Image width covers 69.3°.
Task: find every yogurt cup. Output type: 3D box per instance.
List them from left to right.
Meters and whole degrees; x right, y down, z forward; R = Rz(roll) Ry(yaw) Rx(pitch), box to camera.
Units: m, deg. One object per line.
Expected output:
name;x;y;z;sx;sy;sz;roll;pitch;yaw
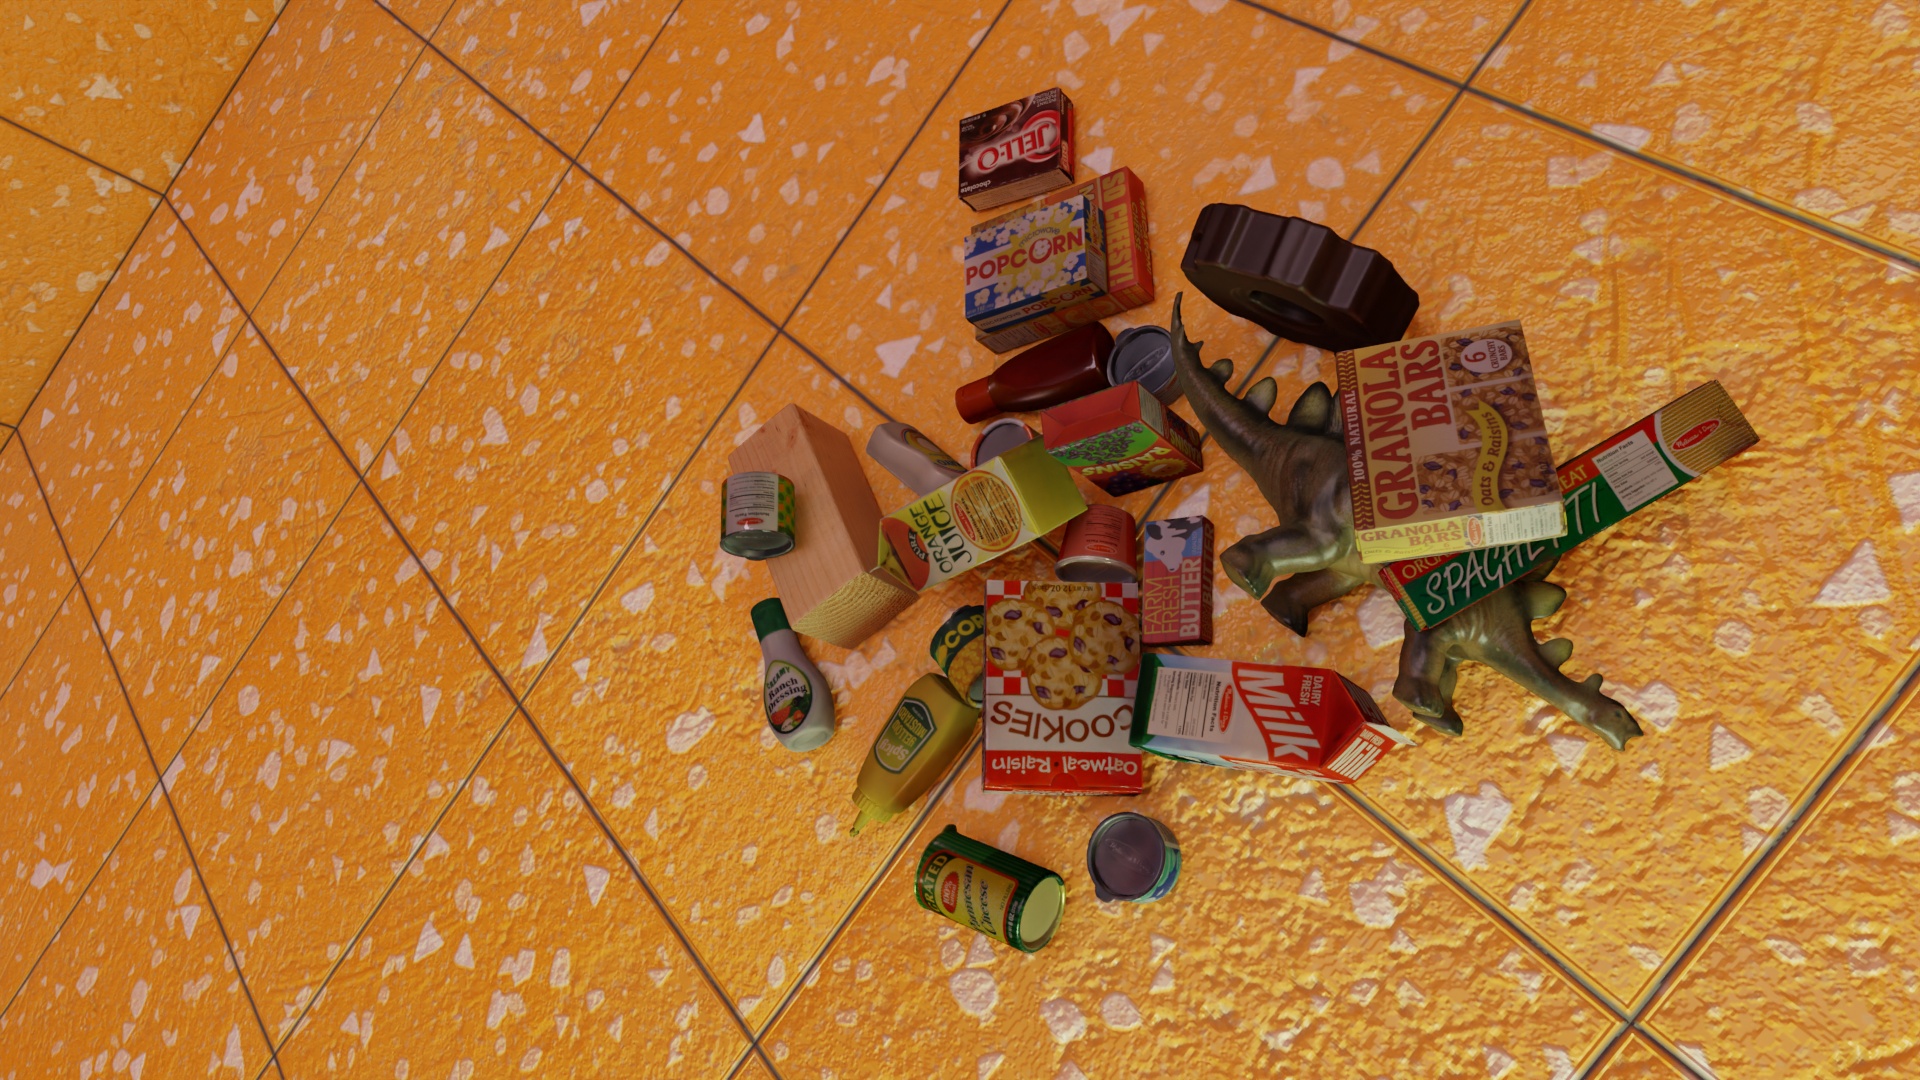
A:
yogurt cup;0.113;0.006;1.137;0.072;0.072;0.054;-7;62;33

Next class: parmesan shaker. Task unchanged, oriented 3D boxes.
parmesan shaker;0.023;0.273;1.094;0.103;0.071;0.071;13;81;37

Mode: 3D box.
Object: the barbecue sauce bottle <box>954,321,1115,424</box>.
barbecue sauce bottle;0.065;-0.143;1.236;0.148;0.043;0.065;-18;48;29

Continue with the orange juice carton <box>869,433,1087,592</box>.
orange juice carton;0.004;-0.014;1.156;0.192;0.072;0.073;-27;91;43

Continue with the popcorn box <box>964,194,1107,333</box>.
popcorn box;0.064;-0.242;1.225;0.126;0.038;0.085;-13;66;31

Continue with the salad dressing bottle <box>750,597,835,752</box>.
salad dressing bottle;-0.160;0.122;1.290;0.064;0.044;0.148;-34;57;18

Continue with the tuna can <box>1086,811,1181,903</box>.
tuna can;0.131;0.243;1.054;0.071;0.033;0.071;-12;66;30

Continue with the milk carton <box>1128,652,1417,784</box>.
milk carton;0.226;0.130;1.008;0.190;0.072;0.073;2;74;36

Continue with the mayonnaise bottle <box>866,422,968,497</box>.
mayonnaise bottle;-0.018;-0.055;1.250;0.148;0.065;0.041;39;112;33

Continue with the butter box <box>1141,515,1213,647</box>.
butter box;0.173;0.034;1.109;0.053;0.024;0.104;-8;68;33

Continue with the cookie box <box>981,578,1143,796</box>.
cookie box;0.079;0.116;1.095;0.123;0.040;0.168;2;70;-1

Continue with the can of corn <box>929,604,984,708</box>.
can of corn;0.017;0.096;1.163;0.071;0.071;0.058;-47;55;11

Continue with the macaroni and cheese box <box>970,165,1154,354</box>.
macaroni and cheese box;0.091;-0.253;1.262;0.166;0.040;0.124;-15;66;30

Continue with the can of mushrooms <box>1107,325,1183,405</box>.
can of mushrooms;0.160;-0.148;1.180;0.071;0.033;0.071;-12;67;31

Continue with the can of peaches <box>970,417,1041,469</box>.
can of peaches;0.050;-0.065;1.208;0.071;0.058;0.071;-13;66;30

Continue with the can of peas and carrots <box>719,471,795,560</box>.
can of peas and carrots;-0.179;-0.021;1.230;0.071;0.071;0.059;-16;65;29

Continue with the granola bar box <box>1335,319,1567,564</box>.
granola bar box;0.317;-0.066;0.912;0.124;0.039;0.166;-9;47;19

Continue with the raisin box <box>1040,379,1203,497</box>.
raisin box;0.131;-0.080;1.117;0.086;0.123;0.040;-17;65;28

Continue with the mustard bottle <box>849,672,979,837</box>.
mustard bottle;-0.049;0.191;1.186;0.065;0.049;0.160;38;96;41

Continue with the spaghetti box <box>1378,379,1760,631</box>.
spaghetti box;0.390;-0.021;0.899;0.250;0.028;0.050;-29;79;0
